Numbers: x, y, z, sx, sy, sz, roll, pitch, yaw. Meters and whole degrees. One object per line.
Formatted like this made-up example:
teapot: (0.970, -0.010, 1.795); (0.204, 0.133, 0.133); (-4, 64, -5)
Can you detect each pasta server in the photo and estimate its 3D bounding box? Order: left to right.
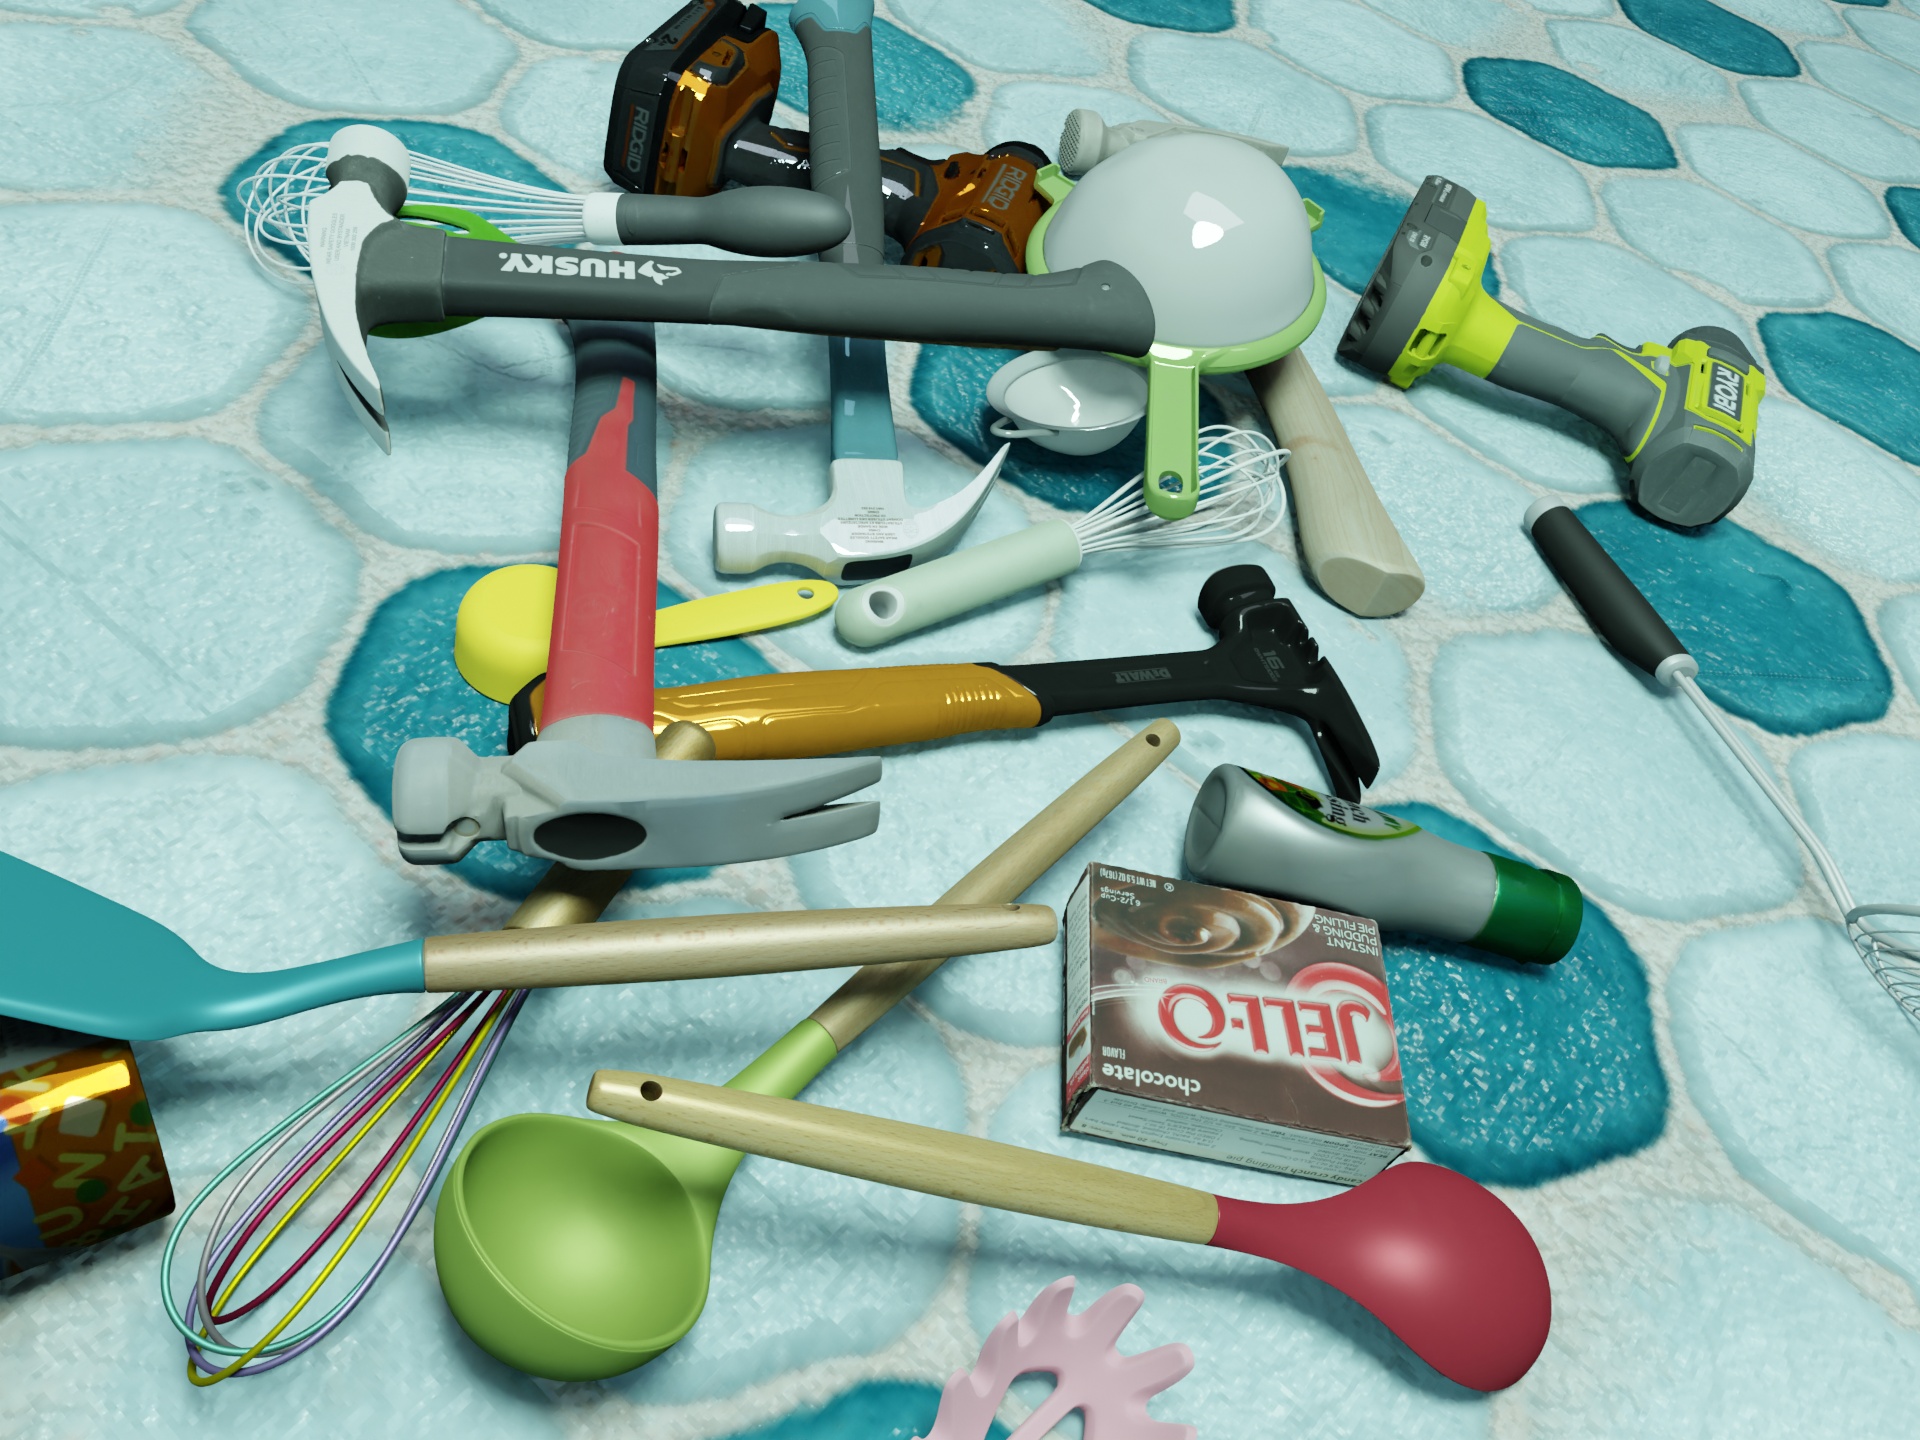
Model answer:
pasta server: (-0.058, 0.243, 0.366); (0.316, 0.040, 0.060); (-31, 74, -36)

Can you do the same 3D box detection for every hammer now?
hammer: (-0.119, -0.087, 0.614); (0.143, 0.038, 0.387); (-1, 39, -9)
hammer: (-0.084, -0.167, 0.637); (0.334, 0.035, 0.146); (0, 57, -12)
hammer: (-0.052, -0.212, 0.733); (0.128, 0.033, 0.331); (1, 65, -13)
hammer: (-0.001, -0.002, 0.618); (0.336, 0.034, 0.127); (-5, 49, -21)
hammer: (0.170, -0.210, 0.867); (0.146, 0.038, 0.411); (1, 48, -18)

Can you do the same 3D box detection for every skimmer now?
skimmer: (0.371, 0.003, 0.690); (0.127, 0.090, 0.364); (26, 31, -41)

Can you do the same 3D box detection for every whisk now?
whisk: (-0.144, 0.084, 0.475); (0.051, 0.047, 0.245); (32, 50, 0)
whisk: (-0.188, -0.223, 0.708); (0.284, 0.070, 0.070); (4, 45, 9)
whisk: (0.052, -0.080, 0.701); (0.246, 0.059, 0.058); (-22, 83, -27)

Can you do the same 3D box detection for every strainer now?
strainer: (0.096, -0.195, 0.799); (0.087, 0.050, 0.258); (23, 55, 30)
strainer: (0.104, -0.200, 0.735); (0.151, 0.069, 0.257); (8, 50, 0)

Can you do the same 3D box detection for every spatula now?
spatula: (-0.123, 0.058, 0.445); (0.317, 0.044, 0.082); (-2, 18, -16)

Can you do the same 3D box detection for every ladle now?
ladle: (-0.023, 0.078, 0.500); (0.078, 0.062, 0.320); (43, 55, 13)
ladle: (0.048, 0.139, 0.461); (0.315, 0.031, 0.069); (16, 50, -16)

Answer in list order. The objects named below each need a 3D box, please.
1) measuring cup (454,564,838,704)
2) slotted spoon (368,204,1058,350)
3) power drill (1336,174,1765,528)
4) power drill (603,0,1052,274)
measuring cup: (-0.118, -0.045, 0.623); (0.156, 0.029, 0.062); (-14, 53, -24)
slotted spoon: (-0.111, -0.180, 0.676); (0.313, 0.031, 0.070); (4, 64, -7)
power drill: (0.339, -0.213, 0.896); (0.223, 0.080, 0.171); (28, 46, 4)
power drill: (-0.056, -0.301, 0.854); (0.226, 0.084, 0.164); (24, 45, 0)
